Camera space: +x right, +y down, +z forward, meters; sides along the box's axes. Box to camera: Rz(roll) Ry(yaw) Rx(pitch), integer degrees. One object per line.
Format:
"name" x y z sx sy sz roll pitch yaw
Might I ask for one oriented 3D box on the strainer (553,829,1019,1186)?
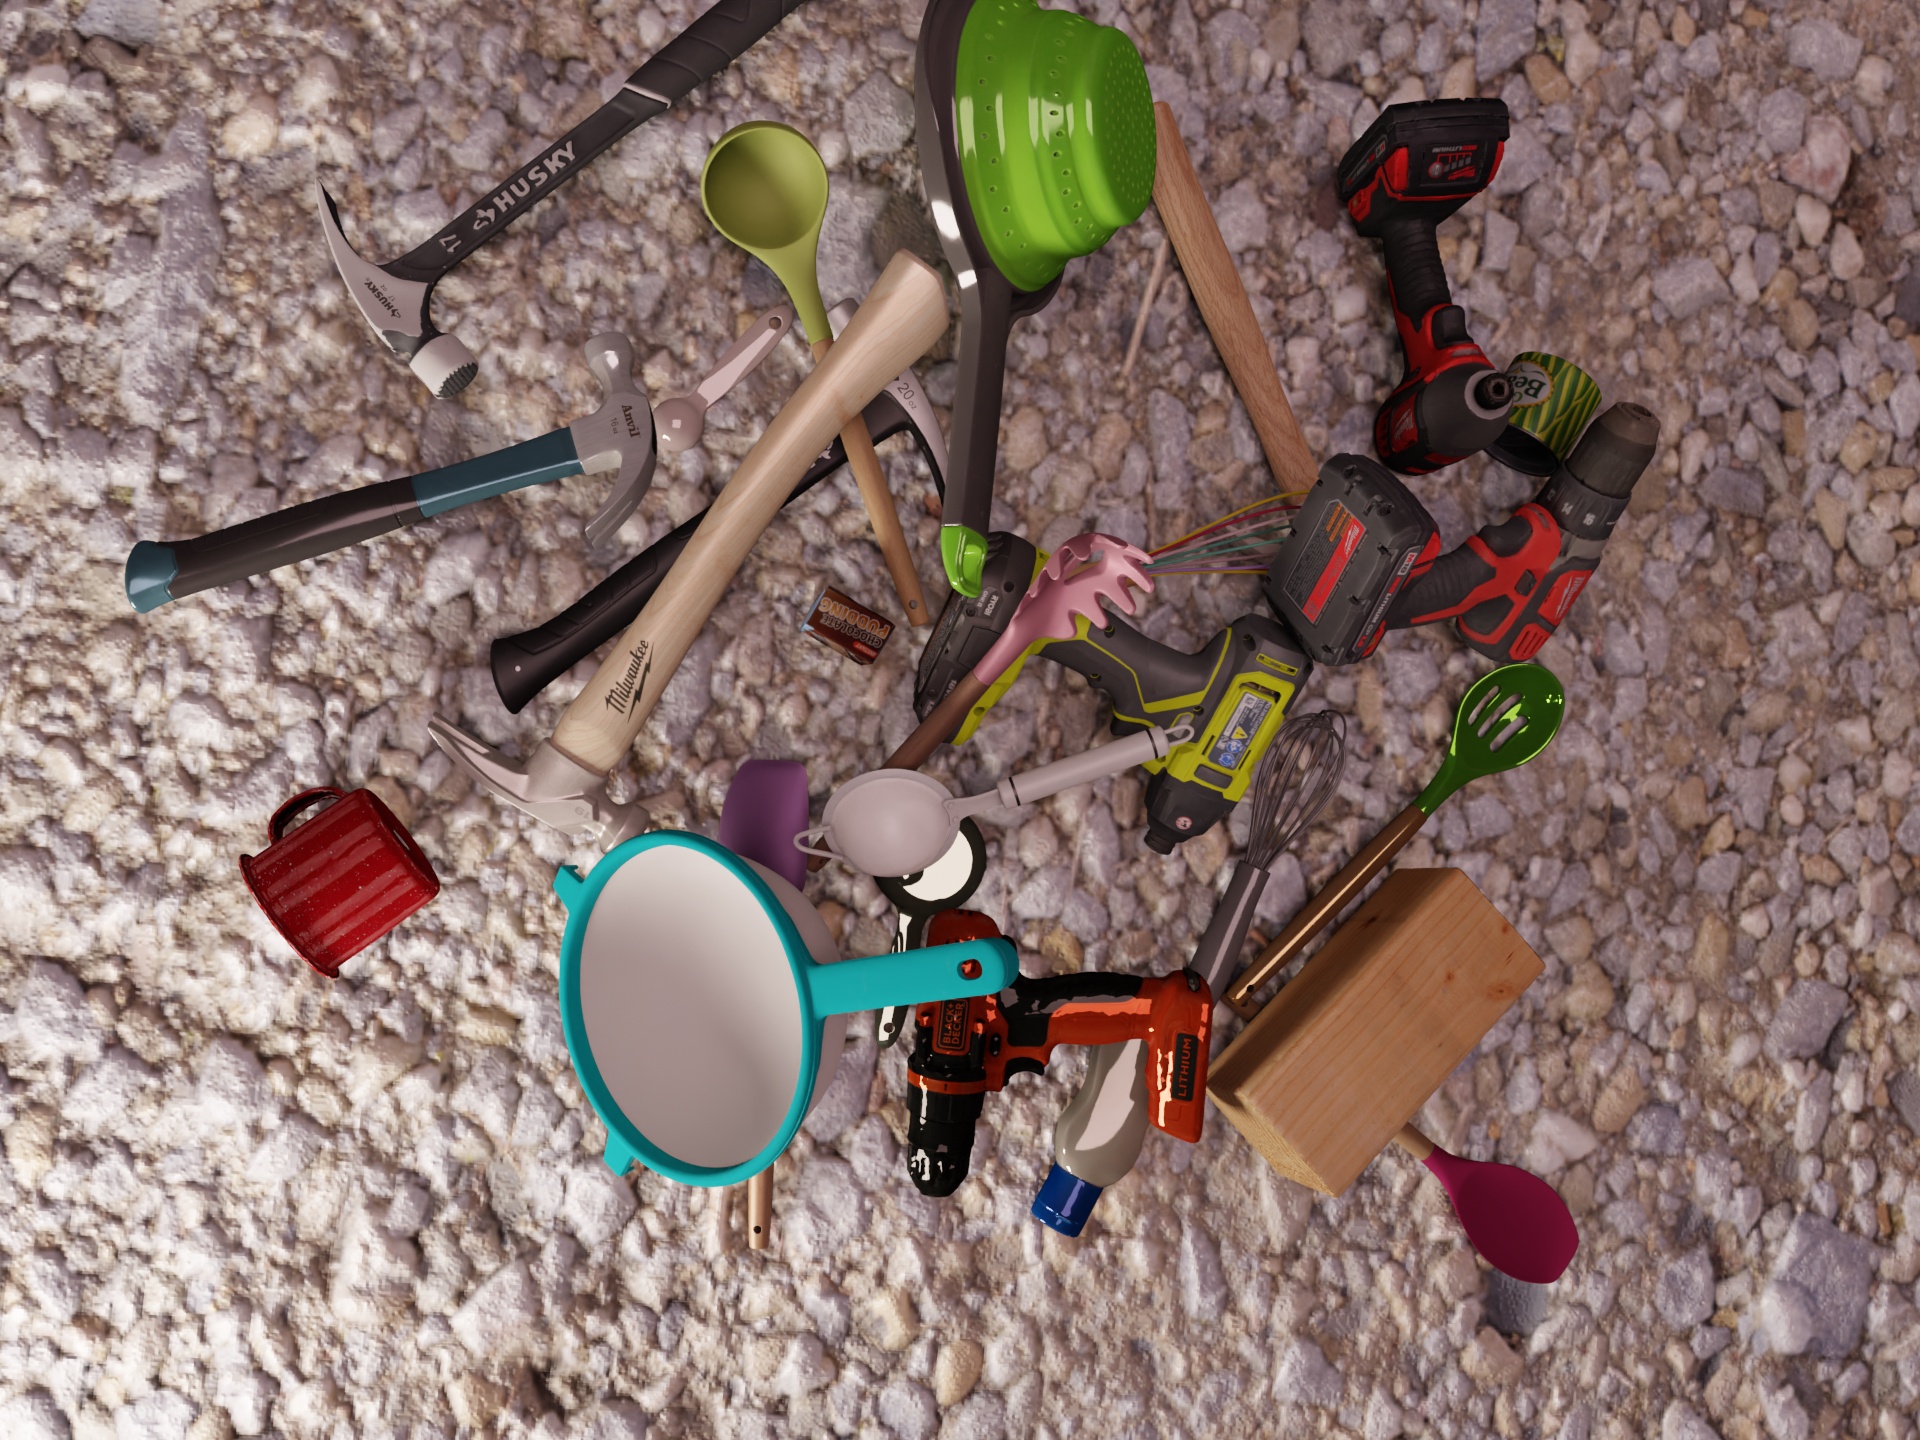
"strainer" -0.090 0.154 0.931 0.340 0.095 0.211 -14 85 35

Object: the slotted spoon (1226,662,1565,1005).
"slotted spoon" 0.292 0.078 1.079 0.314 0.031 0.070 -44 101 -7

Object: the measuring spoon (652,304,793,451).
"measuring spoon" -0.151 -0.223 1.021 0.034 0.018 0.124 43 84 -6

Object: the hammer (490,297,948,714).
"hammer" -0.156 -0.115 1.014 0.335 0.035 0.146 -38 95 -6

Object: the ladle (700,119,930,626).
"ladle" -0.078 -0.209 0.980 0.078 0.062 0.320 -19 95 6

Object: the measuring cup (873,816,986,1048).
"measuring cup" -0.030 0.133 1.032 0.083 0.038 0.167 13 87 -8

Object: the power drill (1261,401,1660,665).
"power drill" 0.321 -0.117 0.994 0.226 0.080 0.187 -3 134 -30

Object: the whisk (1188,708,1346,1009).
"whisk" 0.199 0.101 1.063 0.055 0.055 0.239 23 92 -8

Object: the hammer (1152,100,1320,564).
"hammer" 0.185 -0.252 1.065 0.130 0.031 0.331 -25 94 -8

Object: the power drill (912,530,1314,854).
"power drill" 0.089 -0.014 1.017 0.223 0.080 0.171 22 114 -10

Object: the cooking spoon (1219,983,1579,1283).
"cooking spoon" 0.301 0.281 1.093 0.319 0.017 0.069 39 80 -7

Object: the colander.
"colander" 0.051 -0.269 0.938 0.094 0.204 0.397 1 81 26

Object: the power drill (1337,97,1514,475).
"power drill" 0.309 -0.277 1.028 0.078 0.143 0.220 -6 89 -6

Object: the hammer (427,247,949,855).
"hammer" -0.151 -0.111 0.958 0.146 0.038 0.410 34 98 -19

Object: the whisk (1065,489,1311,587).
"whisk" 0.135 -0.100 1.033 0.245 0.051 0.047 -13 115 6

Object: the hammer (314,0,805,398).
"hammer" -0.216 -0.383 0.999 0.409 0.036 0.149 -41 88 -8

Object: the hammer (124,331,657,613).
"hammer" -0.347 -0.135 0.978 0.331 0.033 0.128 -18 75 -5

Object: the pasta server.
"pasta server" -0.002 -0.003 0.958 0.060 0.040 0.316 21 125 -36

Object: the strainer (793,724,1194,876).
"strainer" 0.022 0.048 0.979 0.258 0.050 0.086 -19 126 0

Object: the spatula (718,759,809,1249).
"spatula" -0.129 0.183 1.029 0.060 0.018 0.316 1 90 7
